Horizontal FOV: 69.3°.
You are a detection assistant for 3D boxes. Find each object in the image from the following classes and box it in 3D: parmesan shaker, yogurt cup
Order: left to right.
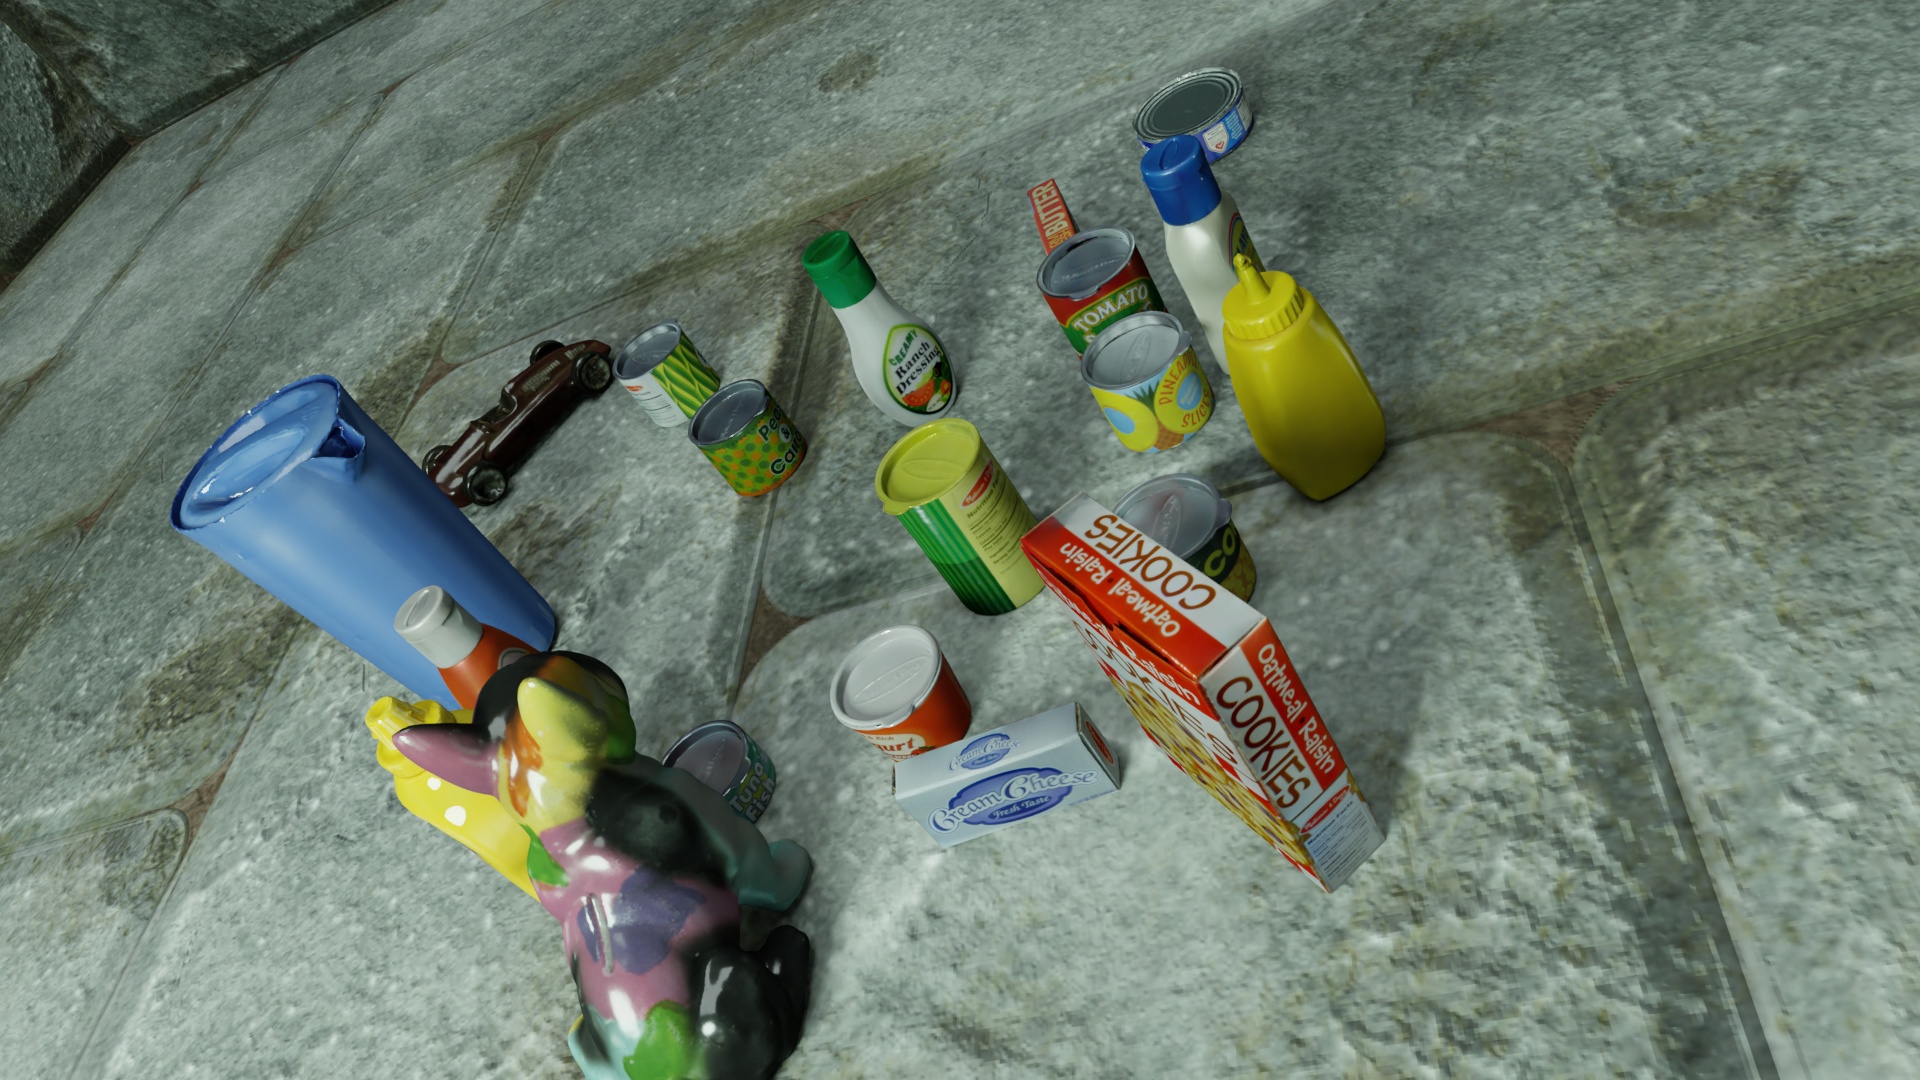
[{"bbox_3d":[-0.030,0.088,0.763,0.072,0.053,0.073,-20,42,19],"label":"yogurt cup"},{"bbox_3d":[0.003,-0.010,0.800,0.071,0.102,0.072,-20,42,19],"label":"parmesan shaker"}]

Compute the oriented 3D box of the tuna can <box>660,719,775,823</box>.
[{"bbox_3d":[-0.141,0.140,0.806,0.071,0.032,0.071,-20,42,18],"label":"tuna can"}]

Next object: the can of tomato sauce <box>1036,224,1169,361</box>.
[{"bbox_3d":[0.096,-0.147,0.888,0.071,0.082,0.071,-20,42,19],"label":"can of tomato sauce"}]

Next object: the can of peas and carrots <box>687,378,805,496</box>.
[{"bbox_3d":[-0.153,-0.075,1.011,0.071,0.058,0.071,-20,42,19],"label":"can of peas and carrots"}]

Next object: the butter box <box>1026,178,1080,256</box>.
[{"bbox_3d":[0.075,-0.210,0.990,0.024,0.053,0.104,-25,40,13],"label":"butter box"}]

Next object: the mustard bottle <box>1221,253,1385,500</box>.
[{"bbox_3d":[0.171,-0.091,0.717,0.065,0.159,0.049,-37,39,-2],"label":"mustard bottle"}]

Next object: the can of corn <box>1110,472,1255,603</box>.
[{"bbox_3d":[0.119,0.008,0.735,0.071,0.058,0.071,-20,42,19],"label":"can of corn"}]

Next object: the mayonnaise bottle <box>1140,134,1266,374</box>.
[{"bbox_3d":[0.150,-0.169,0.820,0.041,0.147,0.065,-5,48,32],"label":"mayonnaise bottle"}]

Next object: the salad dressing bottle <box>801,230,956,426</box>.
[{"bbox_3d":[-0.055,-0.142,0.939,0.044,0.147,0.064,23,66,47],"label":"salad dressing bottle"}]

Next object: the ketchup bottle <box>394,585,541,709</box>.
[{"bbox_3d":[-0.292,0.087,0.875,0.043,0.148,0.065,-12,44,26],"label":"ketchup bottle"}]

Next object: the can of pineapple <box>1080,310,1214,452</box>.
[{"bbox_3d":[0.115,-0.095,0.842,0.071,0.057,0.071,-20,42,19],"label":"can of pineapple"}]

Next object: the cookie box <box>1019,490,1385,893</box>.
[{"bbox_3d":[0.104,0.066,0.600,0.040,0.167,0.123,-42,39,-8],"label":"cookie box"}]

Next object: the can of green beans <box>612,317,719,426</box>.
[{"bbox_3d":[-0.239,-0.135,1.135,0.071,0.057,0.071,-20,42,19],"label":"can of green beans"}]

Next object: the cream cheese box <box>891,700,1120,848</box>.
[{"bbox_3d":[0.023,0.118,0.695,0.103,0.053,0.024,-21,41,17],"label":"cream cheese box"}]
